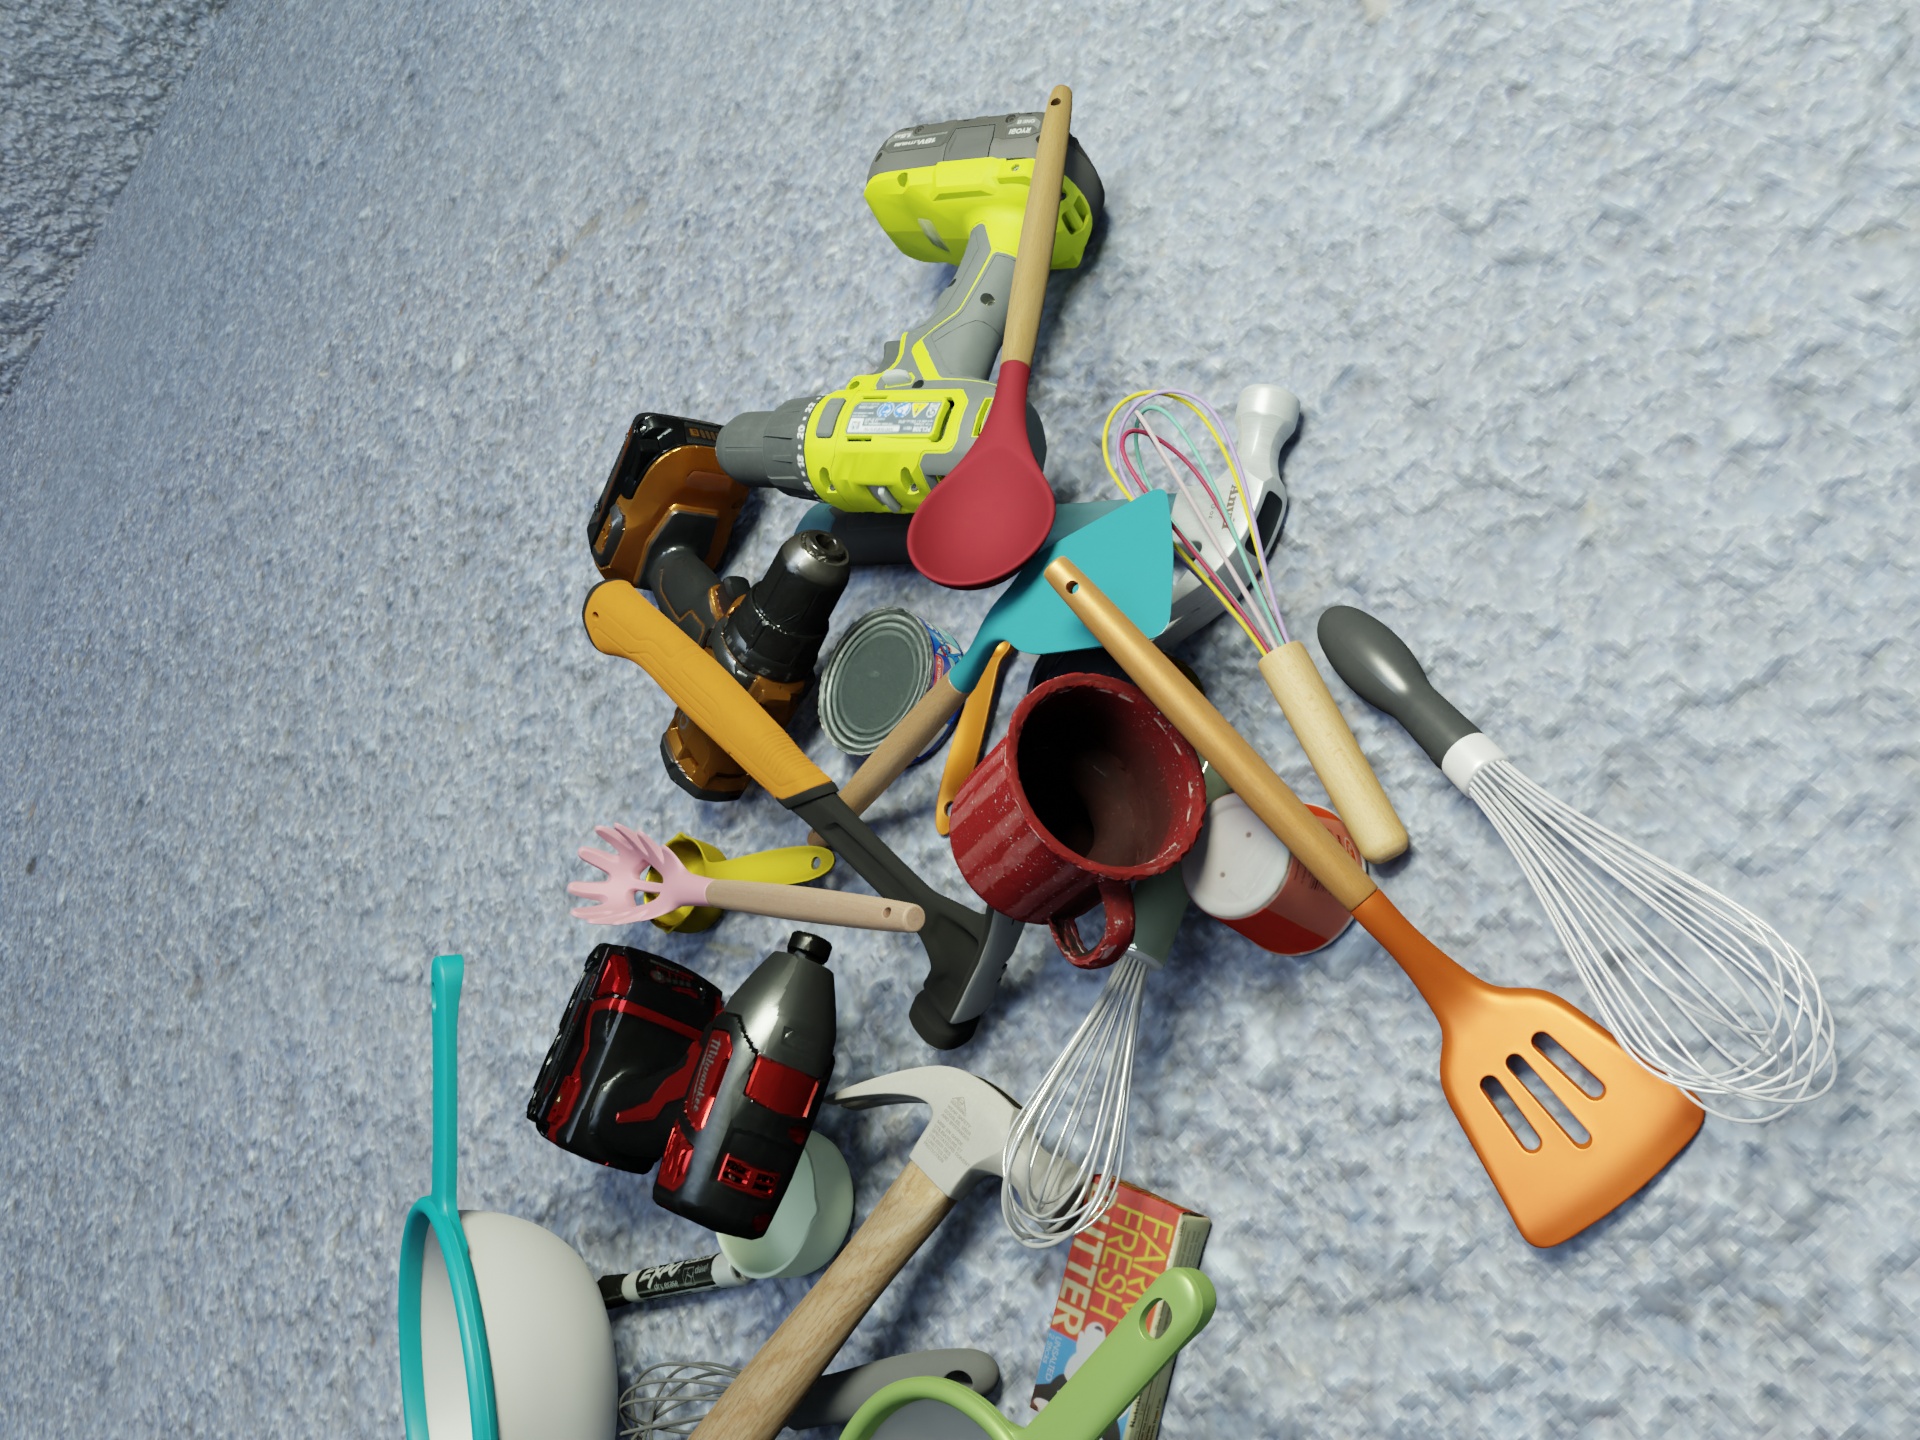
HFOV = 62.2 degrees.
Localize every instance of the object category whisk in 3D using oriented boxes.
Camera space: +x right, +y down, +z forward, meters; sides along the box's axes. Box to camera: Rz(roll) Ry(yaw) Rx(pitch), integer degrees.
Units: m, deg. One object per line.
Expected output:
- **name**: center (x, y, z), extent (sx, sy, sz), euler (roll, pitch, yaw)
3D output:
- **whisk**: center (0.217, 0.038, 0.611), extent (0.070, 0.070, 0.285), euler (-50, 43, 16)
- **whisk**: center (-0.080, 0.330, 0.775), extent (0.239, 0.055, 0.055), euler (-22, 59, 30)
- **whisk**: center (0.128, -0.046, 0.704), extent (0.245, 0.047, 0.051), euler (65, 146, 20)
- **whisk**: center (0.075, 0.112, 0.700), extent (0.059, 0.057, 0.246), euler (0, 61, 53)

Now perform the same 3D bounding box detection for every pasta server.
- **pasta server**: center (-0.122, 0.092, 0.843), extent (0.316, 0.040, 0.060), euler (-2, 70, 52)

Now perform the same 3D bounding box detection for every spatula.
- **spatula**: center (0.141, 0.052, 0.621), extent (0.081, 0.041, 0.323), euler (-44, 77, 11)
- **spatula**: center (-0.001, -0.003, 0.790), extent (0.317, 0.044, 0.082), euler (-46, 33, 49)

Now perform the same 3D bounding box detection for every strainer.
- **strainer**: center (0.037, 0.310, 0.644), extent (0.256, 0.069, 0.152), euler (-56, 45, 20)
- **strainer**: center (-0.238, 0.293, 0.856), extent (0.211, 0.095, 0.340), euler (0, 91, 61)

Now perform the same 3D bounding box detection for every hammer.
- **hammer**: center (0.026, -0.104, 0.860), extent (0.331, 0.033, 0.128), euler (4, 75, 44)
- **hammer**: center (-0.084, 0.301, 0.737), extent (0.130, 0.031, 0.331), euler (37, 88, 36)
- **hammer**: center (-0.093, 0.018, 0.833), extent (0.337, 0.034, 0.127), euler (40, 127, 29)

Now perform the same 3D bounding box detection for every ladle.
- **ladle**: center (0.029, -0.195, 0.784), extent (0.069, 0.031, 0.316), euler (2, 64, 17)

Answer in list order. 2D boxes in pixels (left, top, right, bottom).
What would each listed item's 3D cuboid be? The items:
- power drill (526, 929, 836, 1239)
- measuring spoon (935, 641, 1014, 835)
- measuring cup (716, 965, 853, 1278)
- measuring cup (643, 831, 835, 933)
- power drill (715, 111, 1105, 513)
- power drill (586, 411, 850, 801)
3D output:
- **power drill**: center (-0.137, 0.175, 0.819), extent (0.220, 0.078, 0.143), euler (-9, 57, 57)
- **measuring spoon**: center (0.009, 0.006, 0.850), extent (0.021, 0.011, 0.117), euler (14, 87, 44)
- **measuring cup**: center (-0.081, 0.205, 0.832), extent (0.083, 0.038, 0.168), euler (-5, 68, 41)
- **measuring cup**: center (-0.123, 0.092, 0.924), extent (0.156, 0.029, 0.062), euler (-11, 66, 37)
- **power drill**: center (-0.026, -0.216, 0.876), extent (0.191, 0.080, 0.229), euler (6, 67, 31)
- **power drill**: center (-0.144, -0.091, 0.956), extent (0.185, 0.084, 0.226), euler (-56, 45, 35)
